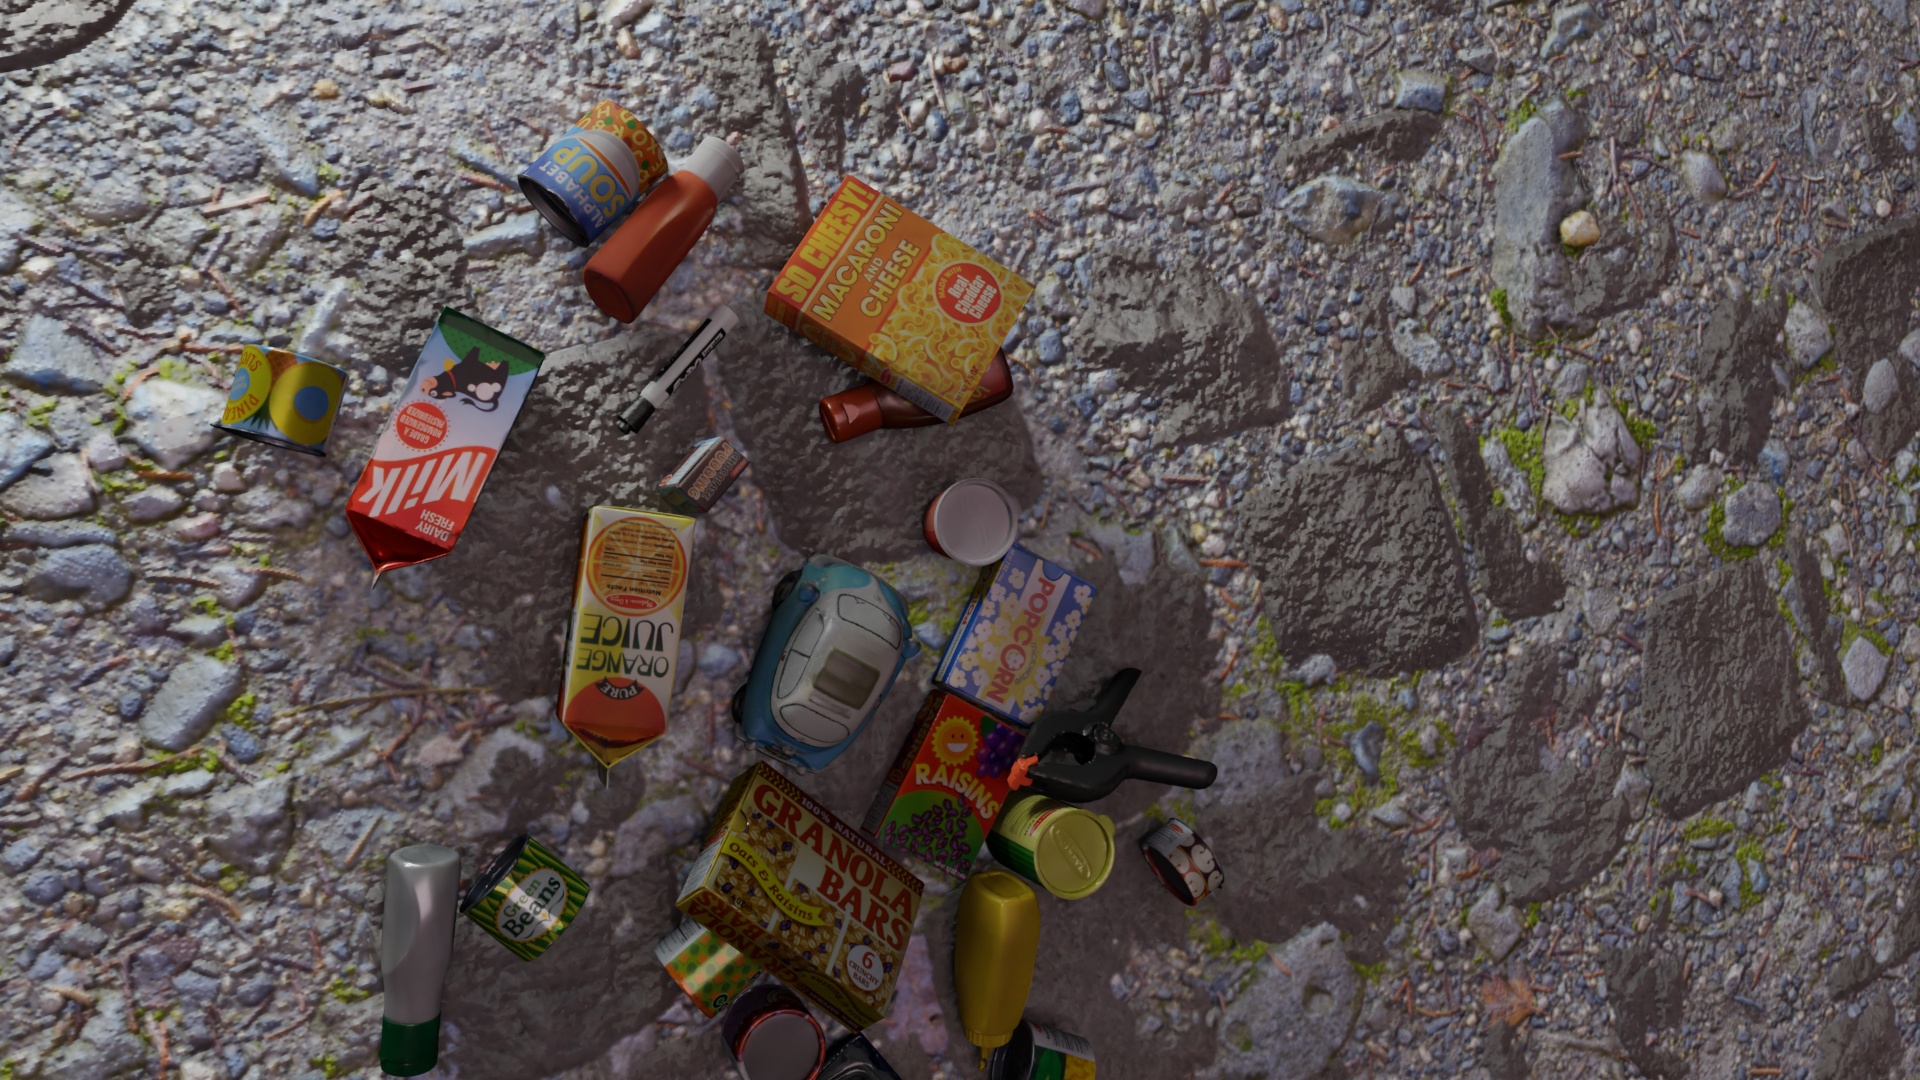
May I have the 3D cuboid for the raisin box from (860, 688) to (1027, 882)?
[{"bbox_3d":[-0.009,0.189,1.080,0.086,0.040,0.123,30,79,-17],"label":"raisin box"}]

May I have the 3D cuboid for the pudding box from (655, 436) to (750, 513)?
[{"bbox_3d":[-0.186,-0.047,0.997,0.030,0.083,0.050,43,75,-17],"label":"pudding box"}]

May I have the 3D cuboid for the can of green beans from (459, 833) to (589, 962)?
[{"bbox_3d":[-0.298,0.246,0.954,0.058,0.071,0.071,44,75,-14],"label":"can of green beans"}]

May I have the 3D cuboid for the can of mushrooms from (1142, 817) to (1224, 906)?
[{"bbox_3d":[0.183,0.265,1.135,0.033,0.071,0.071,-35,100,-17],"label":"can of mushrooms"}]

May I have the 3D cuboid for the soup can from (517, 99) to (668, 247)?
[{"bbox_3d":[-0.258,-0.260,0.983,0.071,0.071,0.084,45,74,-14],"label":"soup can"}]

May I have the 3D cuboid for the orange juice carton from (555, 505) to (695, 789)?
[{"bbox_3d":[-0.239,0.075,0.979,0.073,0.071,0.192,8,85,-20],"label":"orange juice carton"}]

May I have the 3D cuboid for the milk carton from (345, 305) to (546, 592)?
[{"bbox_3d":[-0.356,-0.053,0.939,0.073,0.072,0.191,26,80,-19],"label":"milk carton"}]

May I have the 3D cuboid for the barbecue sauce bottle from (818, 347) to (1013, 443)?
[{"bbox_3d":[-0.036,-0.116,1.077,0.149,0.043,0.065,-22,90,-19],"label":"barbecue sauce bottle"}]

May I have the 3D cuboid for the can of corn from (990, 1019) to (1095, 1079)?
[{"bbox_3d":[0.064,0.417,1.086,0.058,0.071,0.071,22,81,-19],"label":"can of corn"}]

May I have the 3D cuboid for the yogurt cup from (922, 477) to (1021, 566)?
[{"bbox_3d":[0.004,-0.014,1.083,0.072,0.054,0.072,1,88,-20],"label":"yogurt cup"}]

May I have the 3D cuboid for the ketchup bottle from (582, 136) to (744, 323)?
[{"bbox_3d":[-0.212,-0.229,1.006,0.043,0.064,0.149,30,68,6],"label":"ketchup bottle"}]

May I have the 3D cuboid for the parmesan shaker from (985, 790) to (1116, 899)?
[{"bbox_3d":[0.069,0.231,1.074,0.071,0.103,0.071,0,89,-20],"label":"parmesan shaker"}]

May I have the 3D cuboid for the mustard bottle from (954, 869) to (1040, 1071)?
[{"bbox_3d":[0.025,0.338,1.075,0.049,0.065,0.159,-4,107,-34],"label":"mustard bottle"}]

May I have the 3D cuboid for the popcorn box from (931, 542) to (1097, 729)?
[{"bbox_3d":[0.043,0.075,1.103,0.085,0.038,0.127,28,79,-16],"label":"popcorn box"}]

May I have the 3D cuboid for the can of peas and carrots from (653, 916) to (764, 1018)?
[{"bbox_3d":[-0.176,0.301,0.998,0.059,0.071,0.071,-40,102,-16],"label":"can of peas and carrots"}]

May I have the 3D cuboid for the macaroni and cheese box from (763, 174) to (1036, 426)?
[{"bbox_3d":[-0.045,-0.181,1.050,0.166,0.040,0.124,31,69,-2],"label":"macaroni and cheese box"}]

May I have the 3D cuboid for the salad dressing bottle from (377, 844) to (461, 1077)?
[{"bbox_3d":[-0.366,0.282,0.934,0.044,0.064,0.147,3,96,-40],"label":"salad dressing bottle"}]

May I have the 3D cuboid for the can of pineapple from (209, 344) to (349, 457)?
[{"bbox_3d":[-0.444,-0.092,0.909,0.071,0.071,0.058,16,82,-20],"label":"can of pineapple"}]

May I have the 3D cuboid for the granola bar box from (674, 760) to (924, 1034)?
[{"bbox_3d":[-0.110,0.255,1.003,0.165,0.039,0.125,41,34,-15],"label":"granola bar box"}]

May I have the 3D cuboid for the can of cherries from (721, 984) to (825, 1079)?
[{"bbox_3d":[-0.135,0.364,1.016,0.071,0.058,0.071,0,89,-20],"label":"can of cherries"}]
